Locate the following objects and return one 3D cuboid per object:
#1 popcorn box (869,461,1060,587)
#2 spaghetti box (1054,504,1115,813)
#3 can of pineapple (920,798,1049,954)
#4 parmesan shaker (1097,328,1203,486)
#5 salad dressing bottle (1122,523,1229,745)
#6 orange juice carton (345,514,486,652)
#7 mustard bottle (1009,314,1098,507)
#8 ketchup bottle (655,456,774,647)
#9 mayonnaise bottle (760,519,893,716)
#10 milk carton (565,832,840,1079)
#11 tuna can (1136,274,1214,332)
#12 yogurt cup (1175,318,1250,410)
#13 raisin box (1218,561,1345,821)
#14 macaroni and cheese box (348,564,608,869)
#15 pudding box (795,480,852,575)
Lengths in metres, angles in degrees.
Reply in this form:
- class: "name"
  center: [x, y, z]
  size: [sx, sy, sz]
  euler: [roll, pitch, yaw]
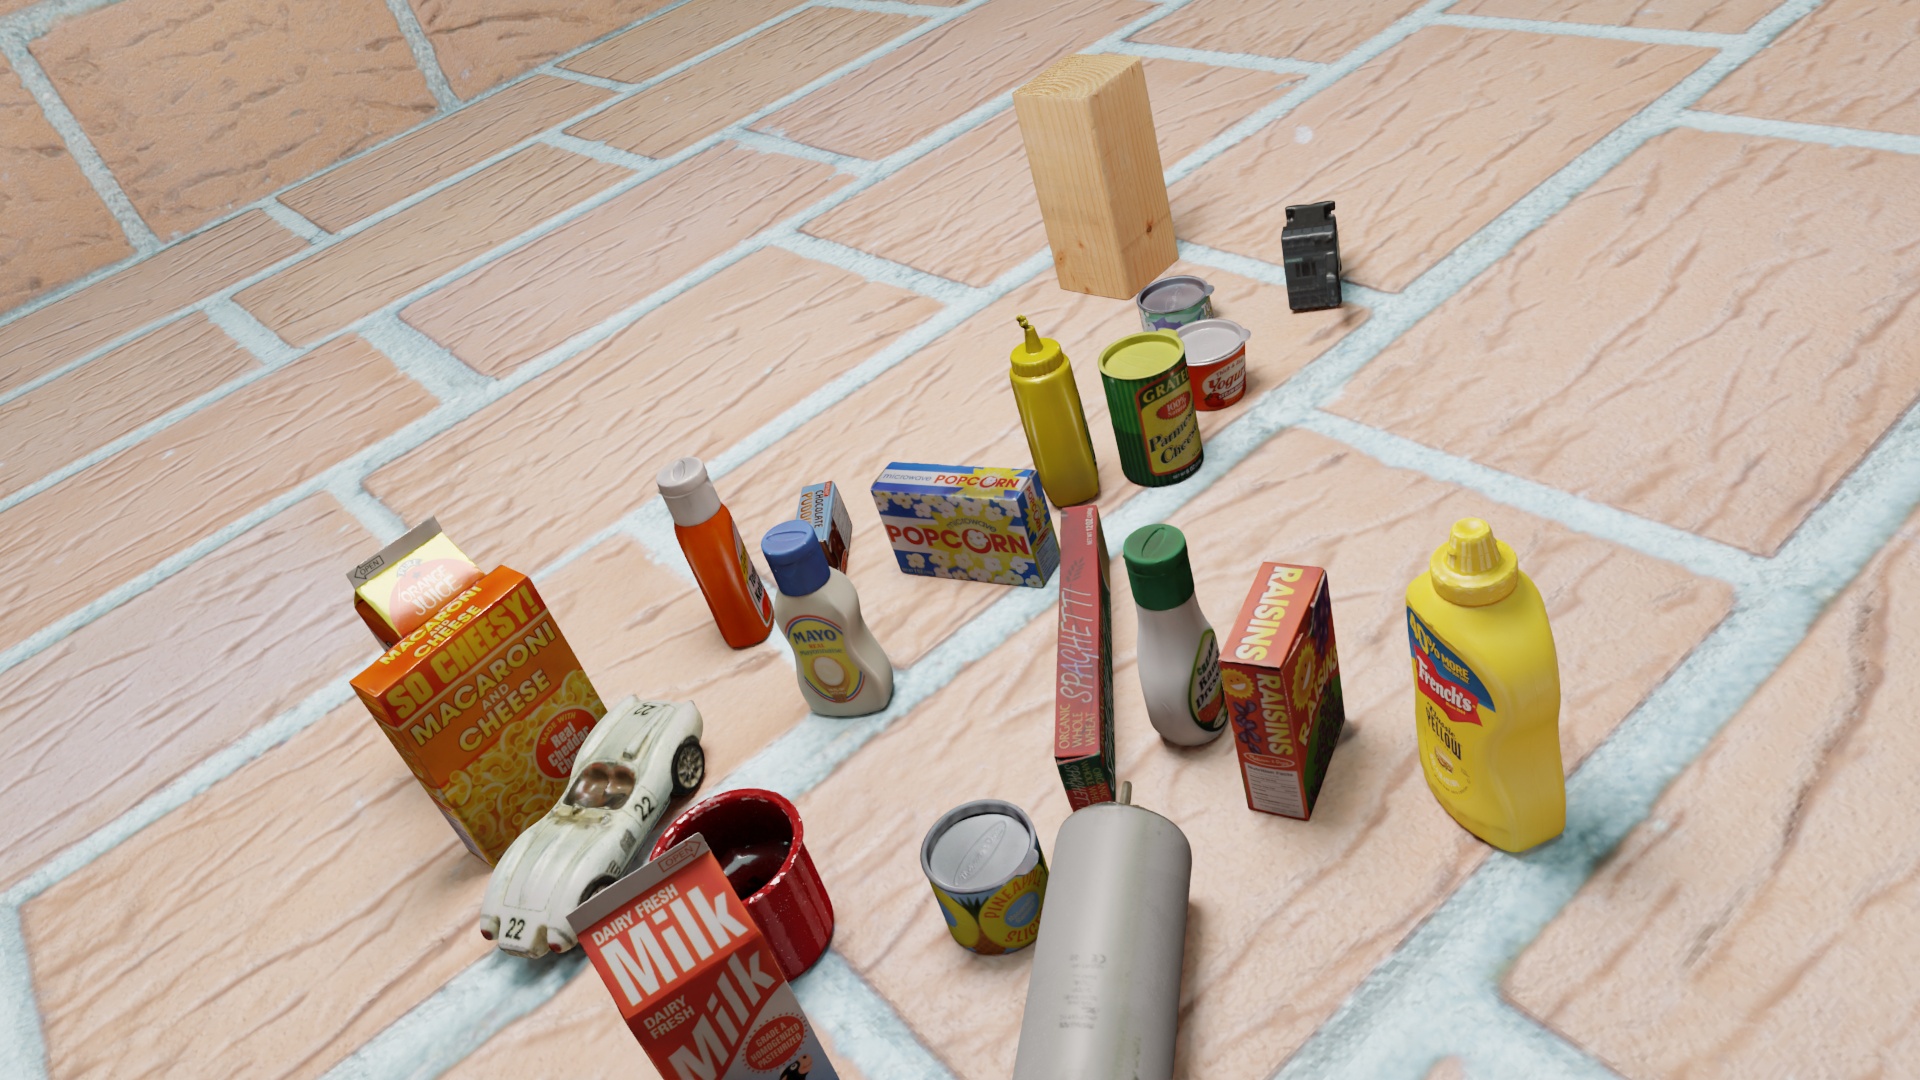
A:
- class: "popcorn box"
  center: [0.004, -0.013, 1.036]
  size: [0.126, 0.084, 0.038]
  euler: [5, 41, 29]
- class: "spaghetti box"
  center: [0.083, 0.070, 0.920]
  size: [0.028, 0.050, 0.251]
  euler: [-10, 36, 12]
- class: "can of pineapple"
  center: [0.018, 0.190, 0.781]
  size: [0.071, 0.057, 0.071]
  euler: [-12, 36, 9]
- class: "parmesan shaker"
  center: [0.151, -0.102, 1.075]
  size: [0.071, 0.102, 0.072]
  euler: [-12, 36, 9]
- class: "salad dressing bottle"
  center: [0.128, 0.058, 0.833]
  size: [0.044, 0.147, 0.064]
  euler: [7, 43, 32]
- class: "orange juice carton"
  center: [-0.357, 0.075, 0.984]
  size: [0.073, 0.191, 0.072]
  euler: [19, 50, 41]
- class: "mustard bottle"
  center: [0.069, -0.103, 1.063]
  size: [0.049, 0.159, 0.065]
  euler: [-16, 35, 3]
- class: "ketchup bottle"
  center: [-0.183, 0.007, 1.036]
  size: [0.043, 0.148, 0.065]
  euler: [-18, 35, 1]
- class: "mayonnaise bottle"
  center: [-0.094, 0.054, 0.935]
  size: [0.065, 0.147, 0.041]
  euler: [-6, 37, 17]
- class: "milk carton"
  center: [-0.125, 0.224, 0.684]
  size: [0.072, 0.189, 0.073]
  euler: [-31, 37, -17]
- class: "tuna can"
  center: [0.197, -0.211, 1.260]
  size: [0.071, 0.032, 0.071]
  euler: [-12, 36, 9]
- class: "yogurt cup"
  center: [0.205, -0.144, 1.149]
  size: [0.072, 0.053, 0.073]
  euler: [-12, 36, 9]
- class: "raisin box"
  center: [0.186, 0.086, 0.791]
  size: [0.040, 0.122, 0.086]
  euler: [6, 42, 31]
- class: "macaroni and cheese box"
  center: [-0.310, 0.118, 0.928]
  size: [0.040, 0.165, 0.124]
  euler: [16, 47, 39]
- class: "pudding box"
  center: [-0.110, -0.004, 1.104]
  size: [0.030, 0.049, 0.084]
  euler: [-12, 36, 10]
